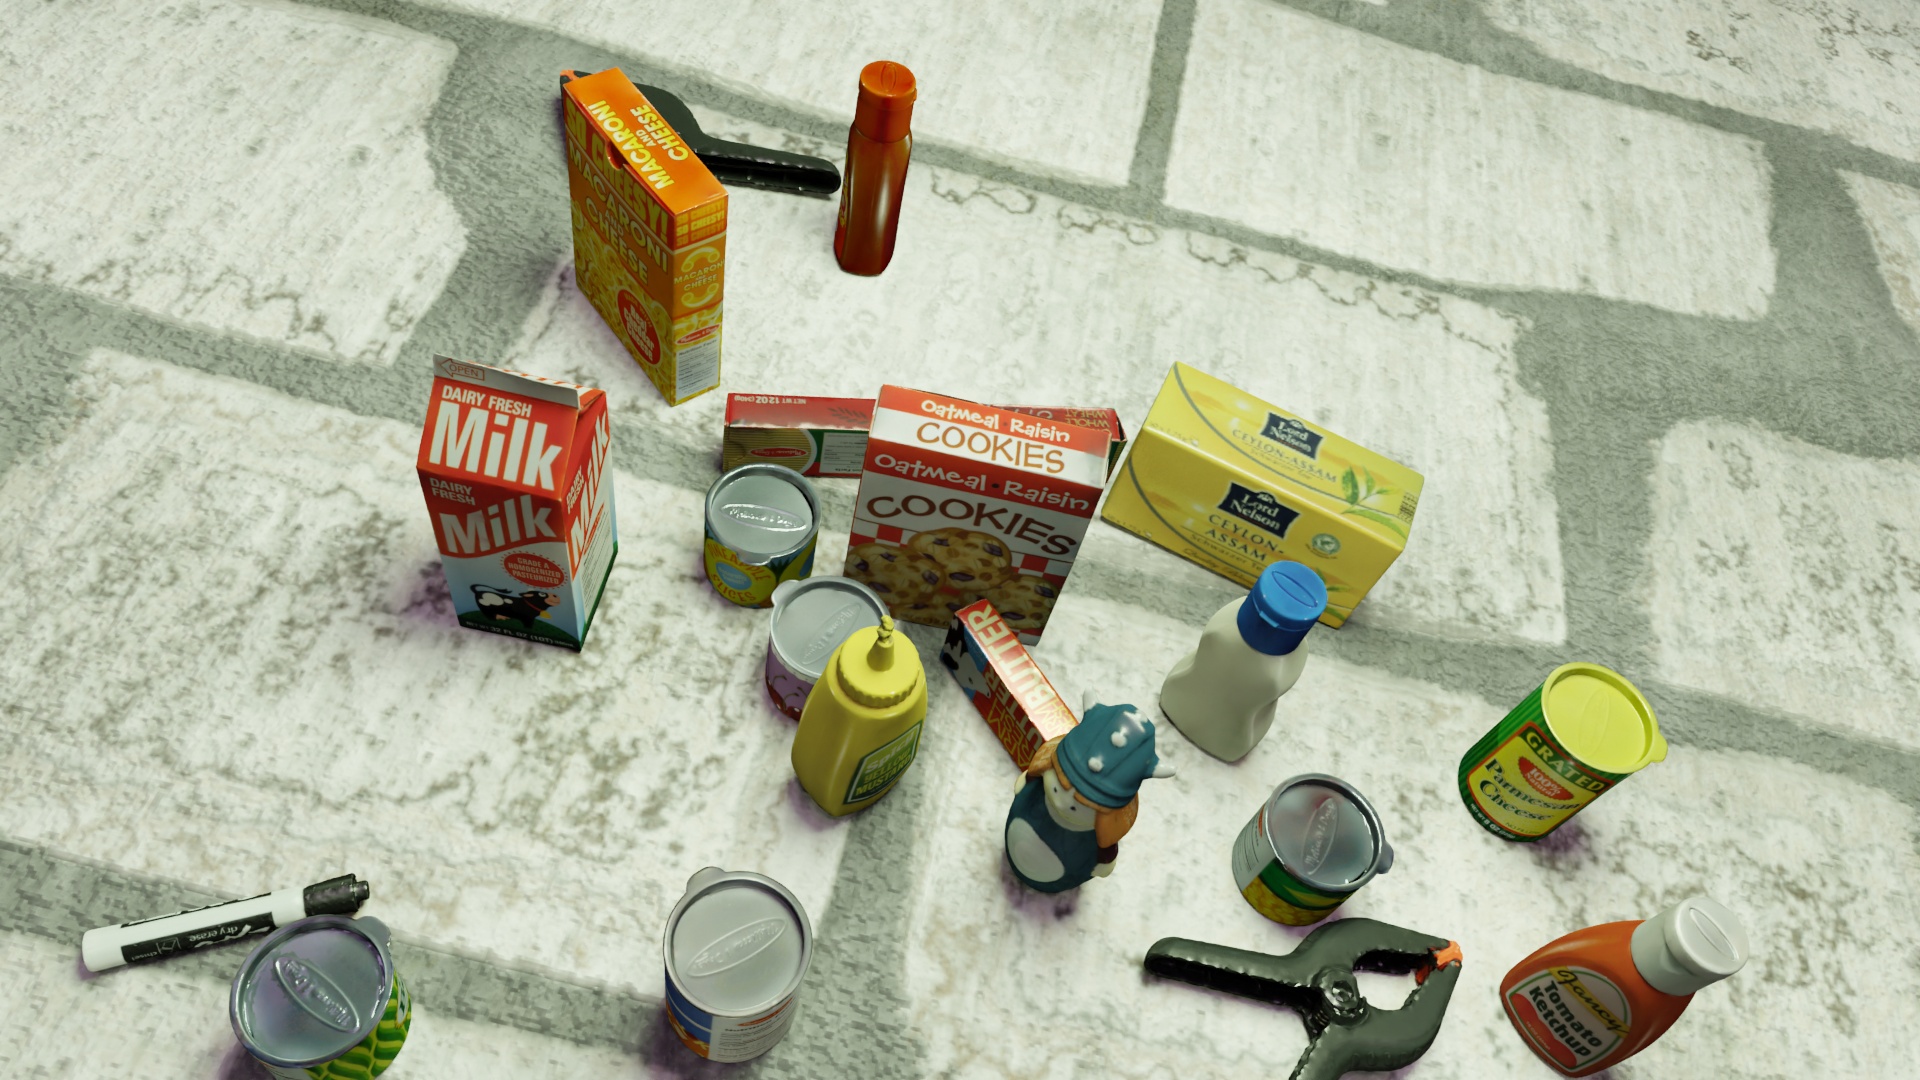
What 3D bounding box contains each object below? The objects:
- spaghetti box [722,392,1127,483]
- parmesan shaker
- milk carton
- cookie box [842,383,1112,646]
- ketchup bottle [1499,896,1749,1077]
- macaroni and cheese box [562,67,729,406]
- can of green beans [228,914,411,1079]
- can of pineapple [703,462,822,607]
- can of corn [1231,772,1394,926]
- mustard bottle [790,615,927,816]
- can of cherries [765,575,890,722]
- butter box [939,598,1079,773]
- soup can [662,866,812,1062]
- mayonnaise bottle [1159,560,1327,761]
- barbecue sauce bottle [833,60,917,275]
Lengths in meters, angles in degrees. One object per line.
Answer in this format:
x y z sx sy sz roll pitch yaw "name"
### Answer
-0.022 -0.062 0.872 0.250 0.050 0.029 1 56 -11 "spaghetti box"
0.337 0.124 0.786 0.071 0.102 0.071 6 55 -8 "parmesan shaker"
-0.226 -0.025 0.719 0.072 0.189 0.074 13 55 -3 "milk carton"
0.003 -0.010 0.769 0.123 0.166 0.040 12 55 -3 "cookie box"
0.330 0.219 0.691 0.044 0.148 0.065 -25 64 -25 "ketchup bottle"
-0.192 -0.180 0.847 0.040 0.165 0.124 -29 66 -27 "macaroni and cheese box"
-0.286 0.210 0.626 0.071 0.057 0.071 6 55 -8 "can of green beans"
-0.117 -0.001 0.806 0.071 0.057 0.071 6 55 -8 "can of pineapple"
0.189 0.169 0.752 0.071 0.058 0.071 6 55 -8 "can of corn"
-0.047 0.085 0.699 0.065 0.159 0.049 -31 67 -28 "mustard bottle"
-0.076 0.060 0.772 0.071 0.058 0.072 6 55 -8 "can of cherries"
0.029 0.087 0.778 0.024 0.052 0.104 -25 64 -25 "butter box"
-0.107 0.200 0.654 0.071 0.083 0.072 6 55 -8 "soup can"
0.157 0.065 0.761 0.065 0.147 0.041 40 58 16 "mayonnaise bottle"
-0.057 -0.251 0.934 0.044 0.147 0.065 7 55 -7 "barbecue sauce bottle"
